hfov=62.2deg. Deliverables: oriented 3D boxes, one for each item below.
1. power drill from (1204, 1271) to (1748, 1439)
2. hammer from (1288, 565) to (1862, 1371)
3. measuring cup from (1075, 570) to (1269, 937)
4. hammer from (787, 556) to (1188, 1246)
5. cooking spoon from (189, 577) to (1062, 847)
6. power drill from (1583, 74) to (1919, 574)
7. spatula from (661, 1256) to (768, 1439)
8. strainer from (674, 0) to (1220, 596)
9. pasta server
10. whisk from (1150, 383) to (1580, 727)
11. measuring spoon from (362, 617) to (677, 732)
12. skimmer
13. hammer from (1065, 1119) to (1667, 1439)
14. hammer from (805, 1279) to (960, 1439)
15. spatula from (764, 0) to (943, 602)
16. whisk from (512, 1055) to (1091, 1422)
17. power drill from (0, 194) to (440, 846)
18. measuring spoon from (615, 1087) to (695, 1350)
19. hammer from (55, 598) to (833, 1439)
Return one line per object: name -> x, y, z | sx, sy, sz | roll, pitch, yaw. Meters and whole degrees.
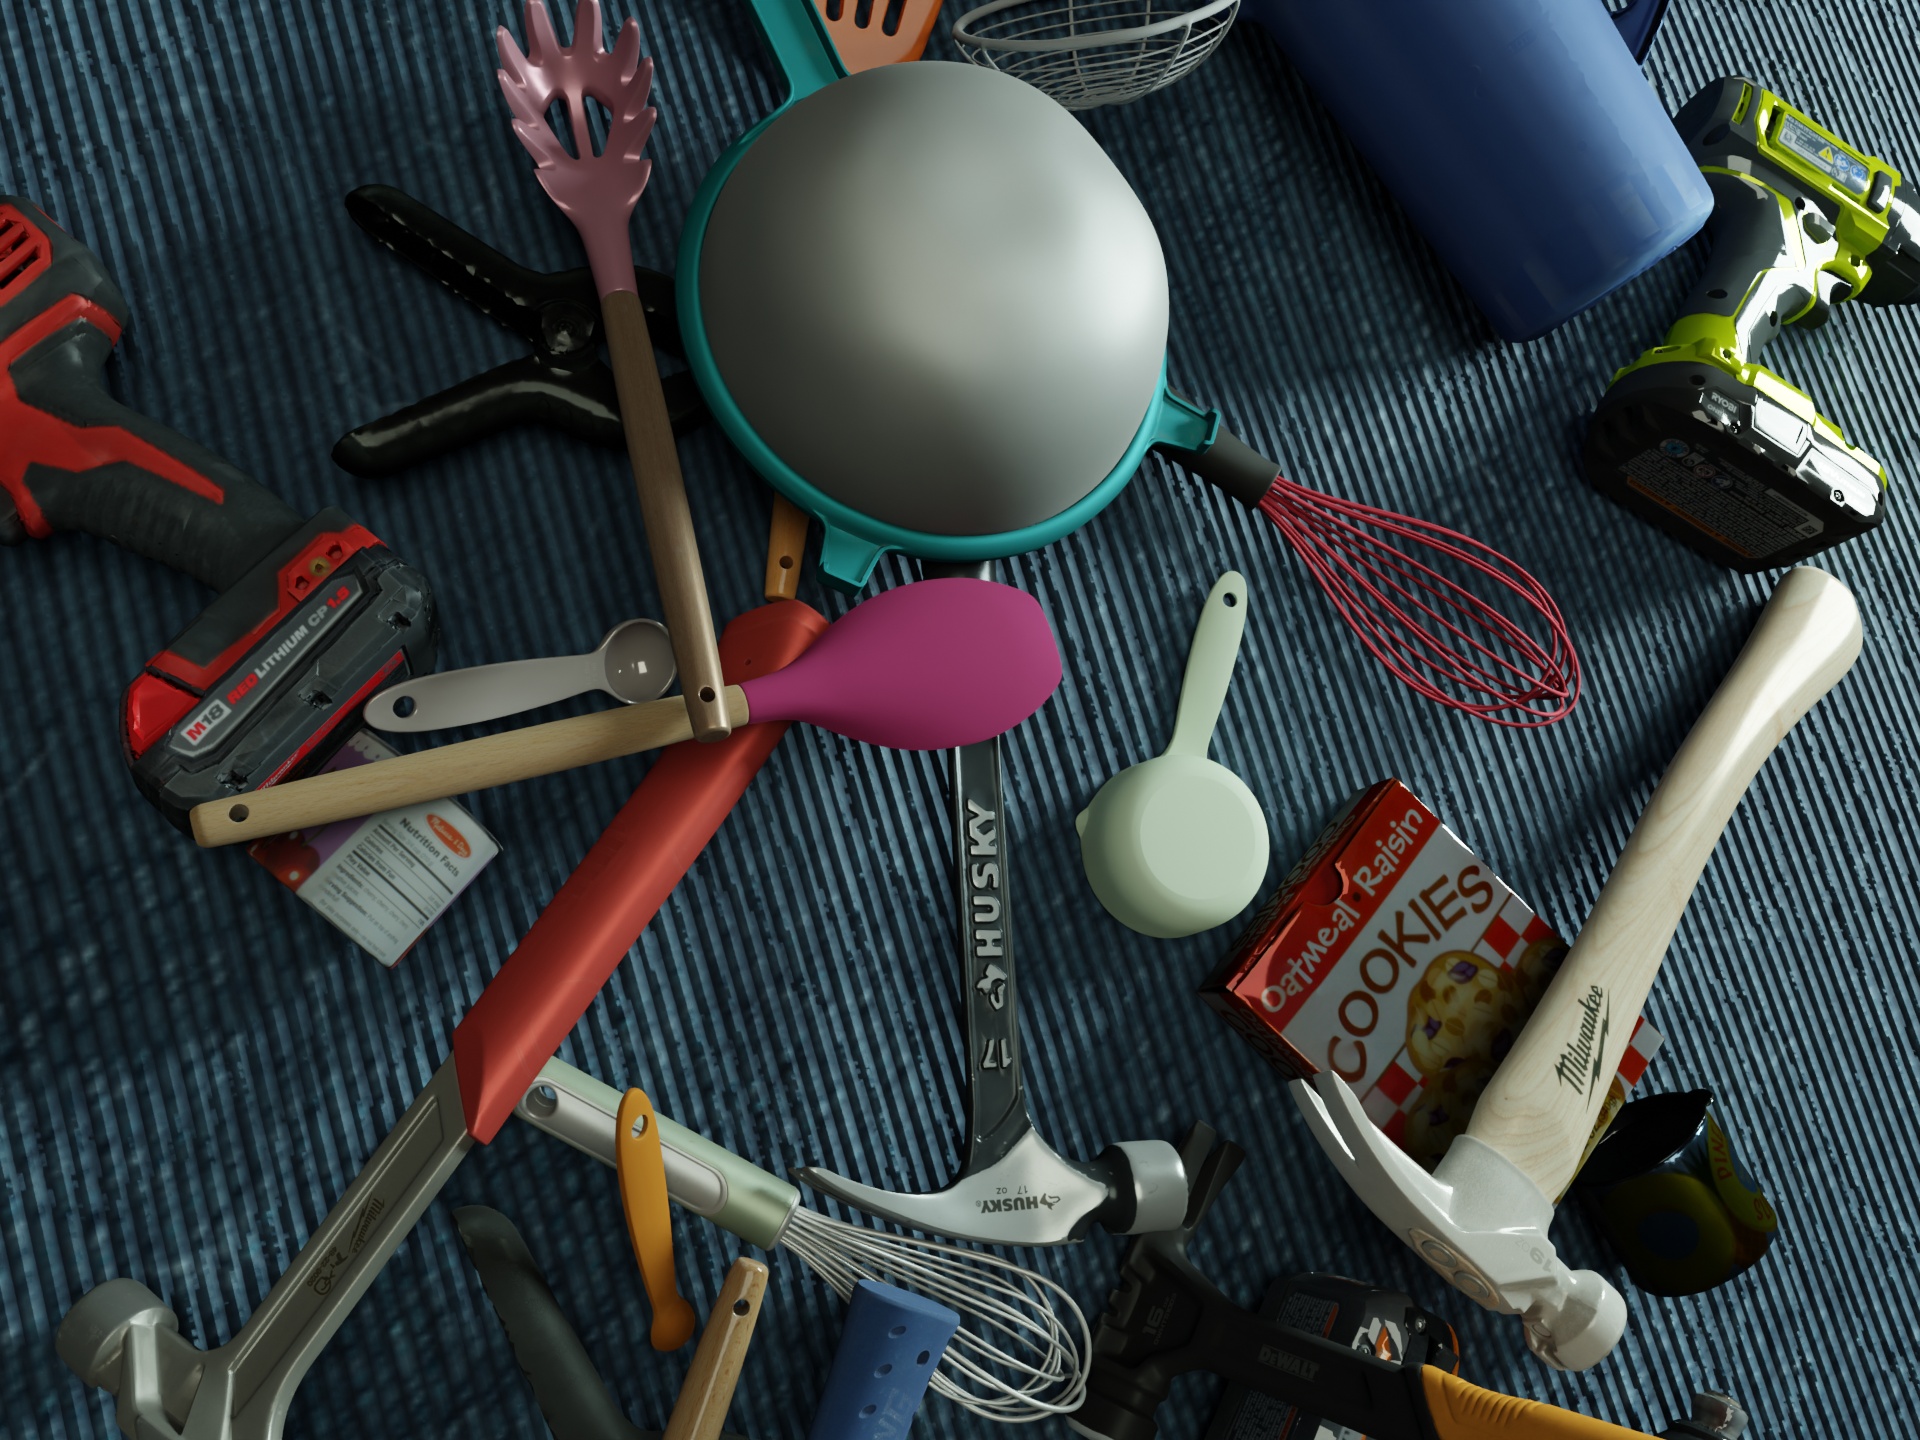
power drill -> 0.215, 0.307, 0.623 | 0.226, 0.084, 0.164 | 33, 70, -11
hammer -> 0.293, 0.061, 0.686 | 0.146, 0.038, 0.411 | 43, 61, -1
measuring cup -> 0.104, 0.009, 0.675 | 0.083, 0.038, 0.168 | 19, 76, -11
hammer -> -0.001, -0.002, 0.637 | 0.149, 0.036, 0.409 | 2, 73, -21
cooking spoon -> -0.102, 0.000, 0.569 | 0.319, 0.017, 0.069 | -14, 78, -25
power drill -> 0.409, -0.193, 0.788 | 0.171, 0.080, 0.223 | 29, 69, -8
spatula -> -0.127, 0.330, 0.518 | 0.082, 0.044, 0.317 | 22, 79, -11
strainer -> -0.026, -0.232, 0.620 | 0.211, 0.095, 0.340 | -24, 87, -23
pasta server -> -0.124, -0.140, 0.599 | 0.060, 0.040, 0.316 | -10, 69, -14
whisk -> 0.151, -0.091, 0.704 | 0.296, 0.073, 0.073 | 34, 71, 0
measuring spoon -> -0.165, -0.015, 0.599 | 0.124, 0.018, 0.034 | -14, 109, -36
skimmer -> 0.065, -0.436, 0.734 | 0.127, 0.090, 0.363 | -2, 74, 14
hammer -> 0.175, 0.221, 0.504 | 0.034, 0.337, 0.127 | 40, 66, -31
hammer -> -0.092, 0.381, 0.497 | 0.144, 0.035, 0.406 | 30, 74, -36
spatula -> -0.055, -0.207, 0.677 | 0.081, 0.041, 0.323 | 10, 77, -14
whisk -> -0.059, 0.189, 0.588 | 0.246, 0.059, 0.058 | 30, 98, -4
power drill -> -0.320, -0.054, 0.552 | 0.226, 0.080, 0.188 | 41, 71, -1
measuring spoon -> -0.106, 0.177, 0.559 | 0.021, 0.011, 0.116 | -40, 134, -51
hammer -> -0.144, 0.103, 0.562 | 0.149, 0.036, 0.359 | 23, 65, 24
